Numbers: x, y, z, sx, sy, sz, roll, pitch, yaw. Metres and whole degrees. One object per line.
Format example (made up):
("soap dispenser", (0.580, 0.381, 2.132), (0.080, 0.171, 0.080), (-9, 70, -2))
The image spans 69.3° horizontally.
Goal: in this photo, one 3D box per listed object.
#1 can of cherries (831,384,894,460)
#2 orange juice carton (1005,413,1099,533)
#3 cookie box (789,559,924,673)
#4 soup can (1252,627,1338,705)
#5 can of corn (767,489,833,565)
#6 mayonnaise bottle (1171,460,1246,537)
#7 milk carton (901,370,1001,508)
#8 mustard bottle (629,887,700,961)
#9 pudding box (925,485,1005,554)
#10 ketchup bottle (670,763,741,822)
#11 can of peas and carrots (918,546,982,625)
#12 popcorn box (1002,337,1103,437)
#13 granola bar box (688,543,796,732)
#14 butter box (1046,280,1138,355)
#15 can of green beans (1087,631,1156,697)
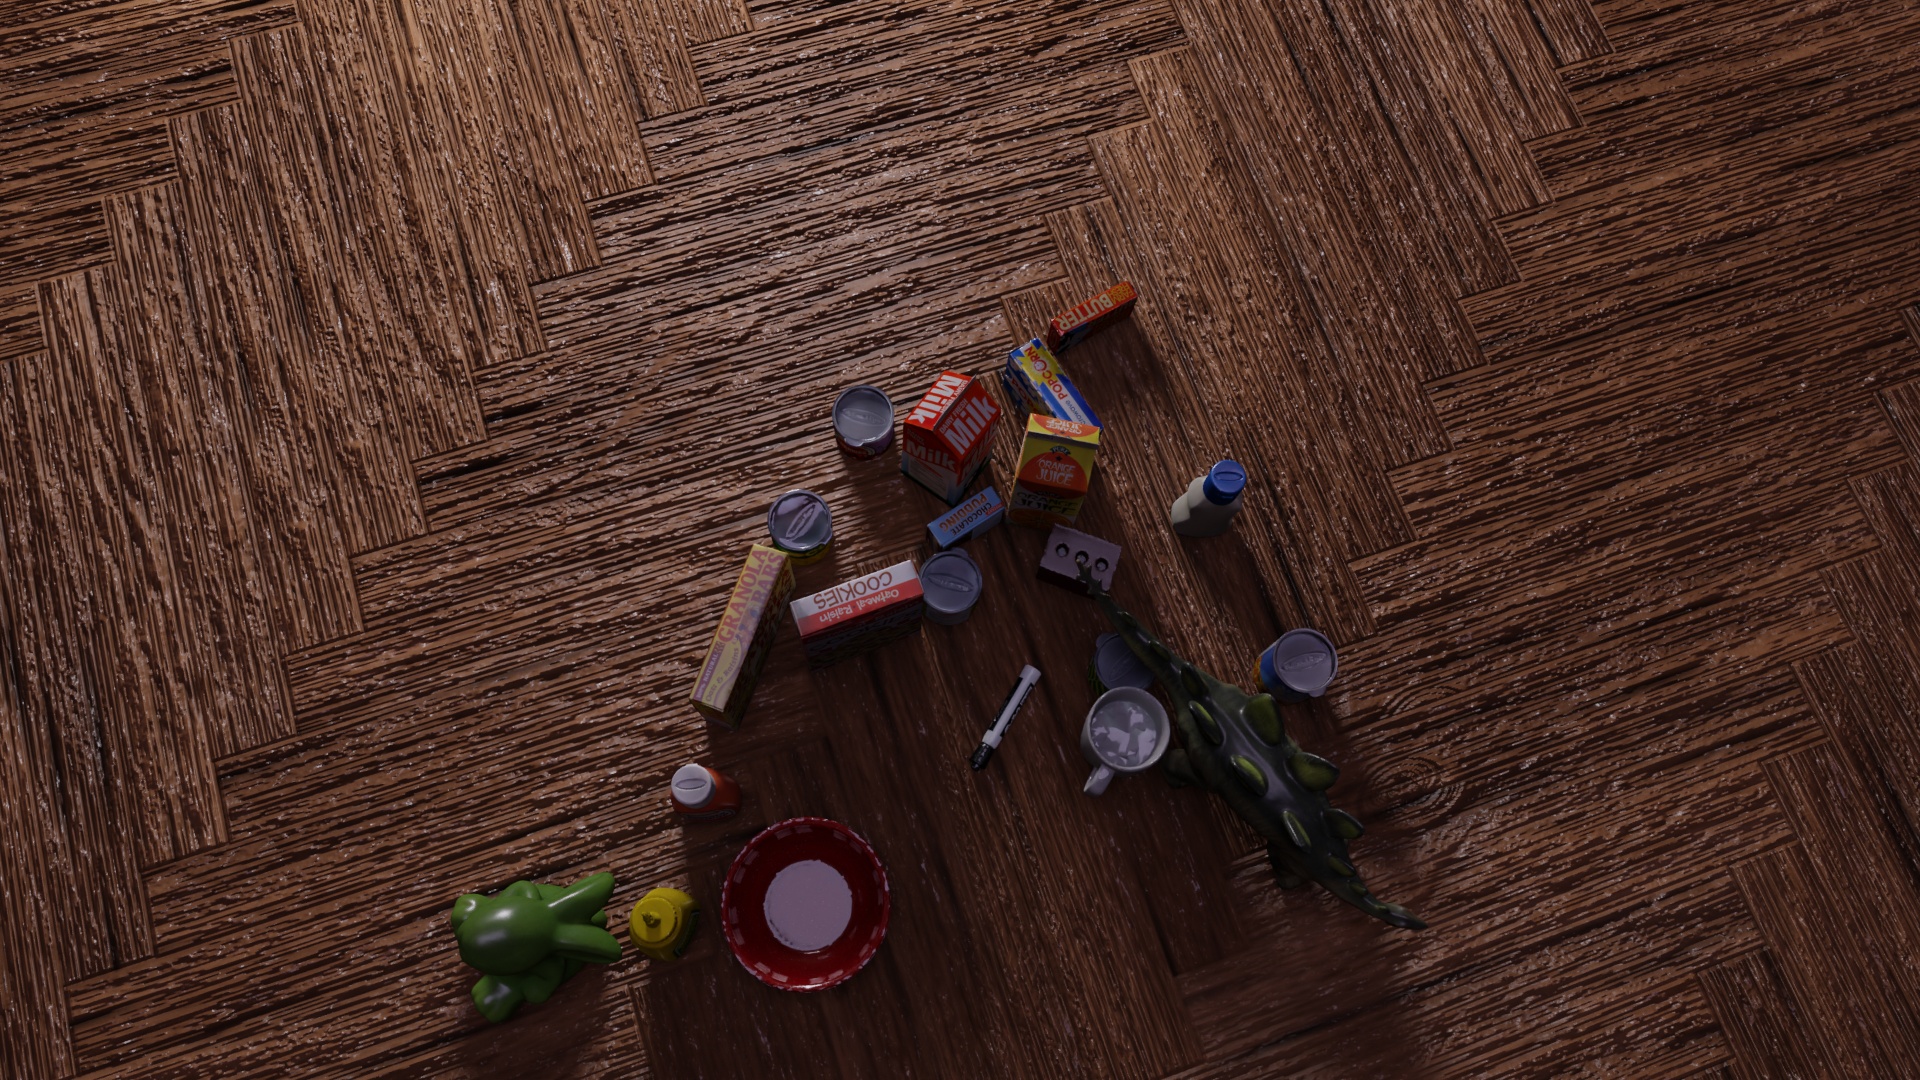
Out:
("can of cherries", (-0.105, -0.123, 1.488), (0.071, 0.058, 0.071), (1, 73, -3))
("orange juice carton", (0.094, -0.071, 1.412), (0.072, 0.192, 0.073), (12, 73, 1))
("cookie box", (-0.100, 0.078, 1.368), (0.123, 0.167, 0.040), (-20, 75, -9))
("soup can", (0.342, 0.133, 1.419), (0.071, 0.083, 0.071), (1, 73, -3))
("can of corn", (-0.164, -0.011, 1.450), (0.071, 0.058, 0.071), (1, 73, -3))
("mayonnaise bottle", (0.261, -0.042, 1.436), (0.065, 0.147, 0.041), (2, 73, -2))
("milk carton", (-0.011, -0.107, 1.419), (0.073, 0.190, 0.072), (35, 75, 7))
("mustard bottle", (-0.275, 0.352, 1.277), (0.049, 0.159, 0.065), (21, 73, 3))
("pudding box", (0.005, -0.018, 1.466), (0.084, 0.049, 0.030), (-32, 77, -12))
("ketchup bottle", (-0.246, 0.239, 1.320), (0.065, 0.148, 0.043), (-5, 74, -4))
("can of peas and carrots", (-0.011, 0.048, 1.439), (0.071, 0.058, 0.071), (1, 73, -3))
("popcorn box", (0.098, -0.145, 1.492), (0.038, 0.085, 0.127), (-32, 77, -12))
("granola bar box", (-0.214, 0.098, 1.379), (0.039, 0.124, 0.166), (19, 73, 3))
("butter box", (0.146, -0.247, 1.543), (0.104, 0.053, 0.024), (-29, 77, -11))
("can of green beans", (0.166, 0.131, 1.424), (0.071, 0.057, 0.071), (1, 73, -3))
